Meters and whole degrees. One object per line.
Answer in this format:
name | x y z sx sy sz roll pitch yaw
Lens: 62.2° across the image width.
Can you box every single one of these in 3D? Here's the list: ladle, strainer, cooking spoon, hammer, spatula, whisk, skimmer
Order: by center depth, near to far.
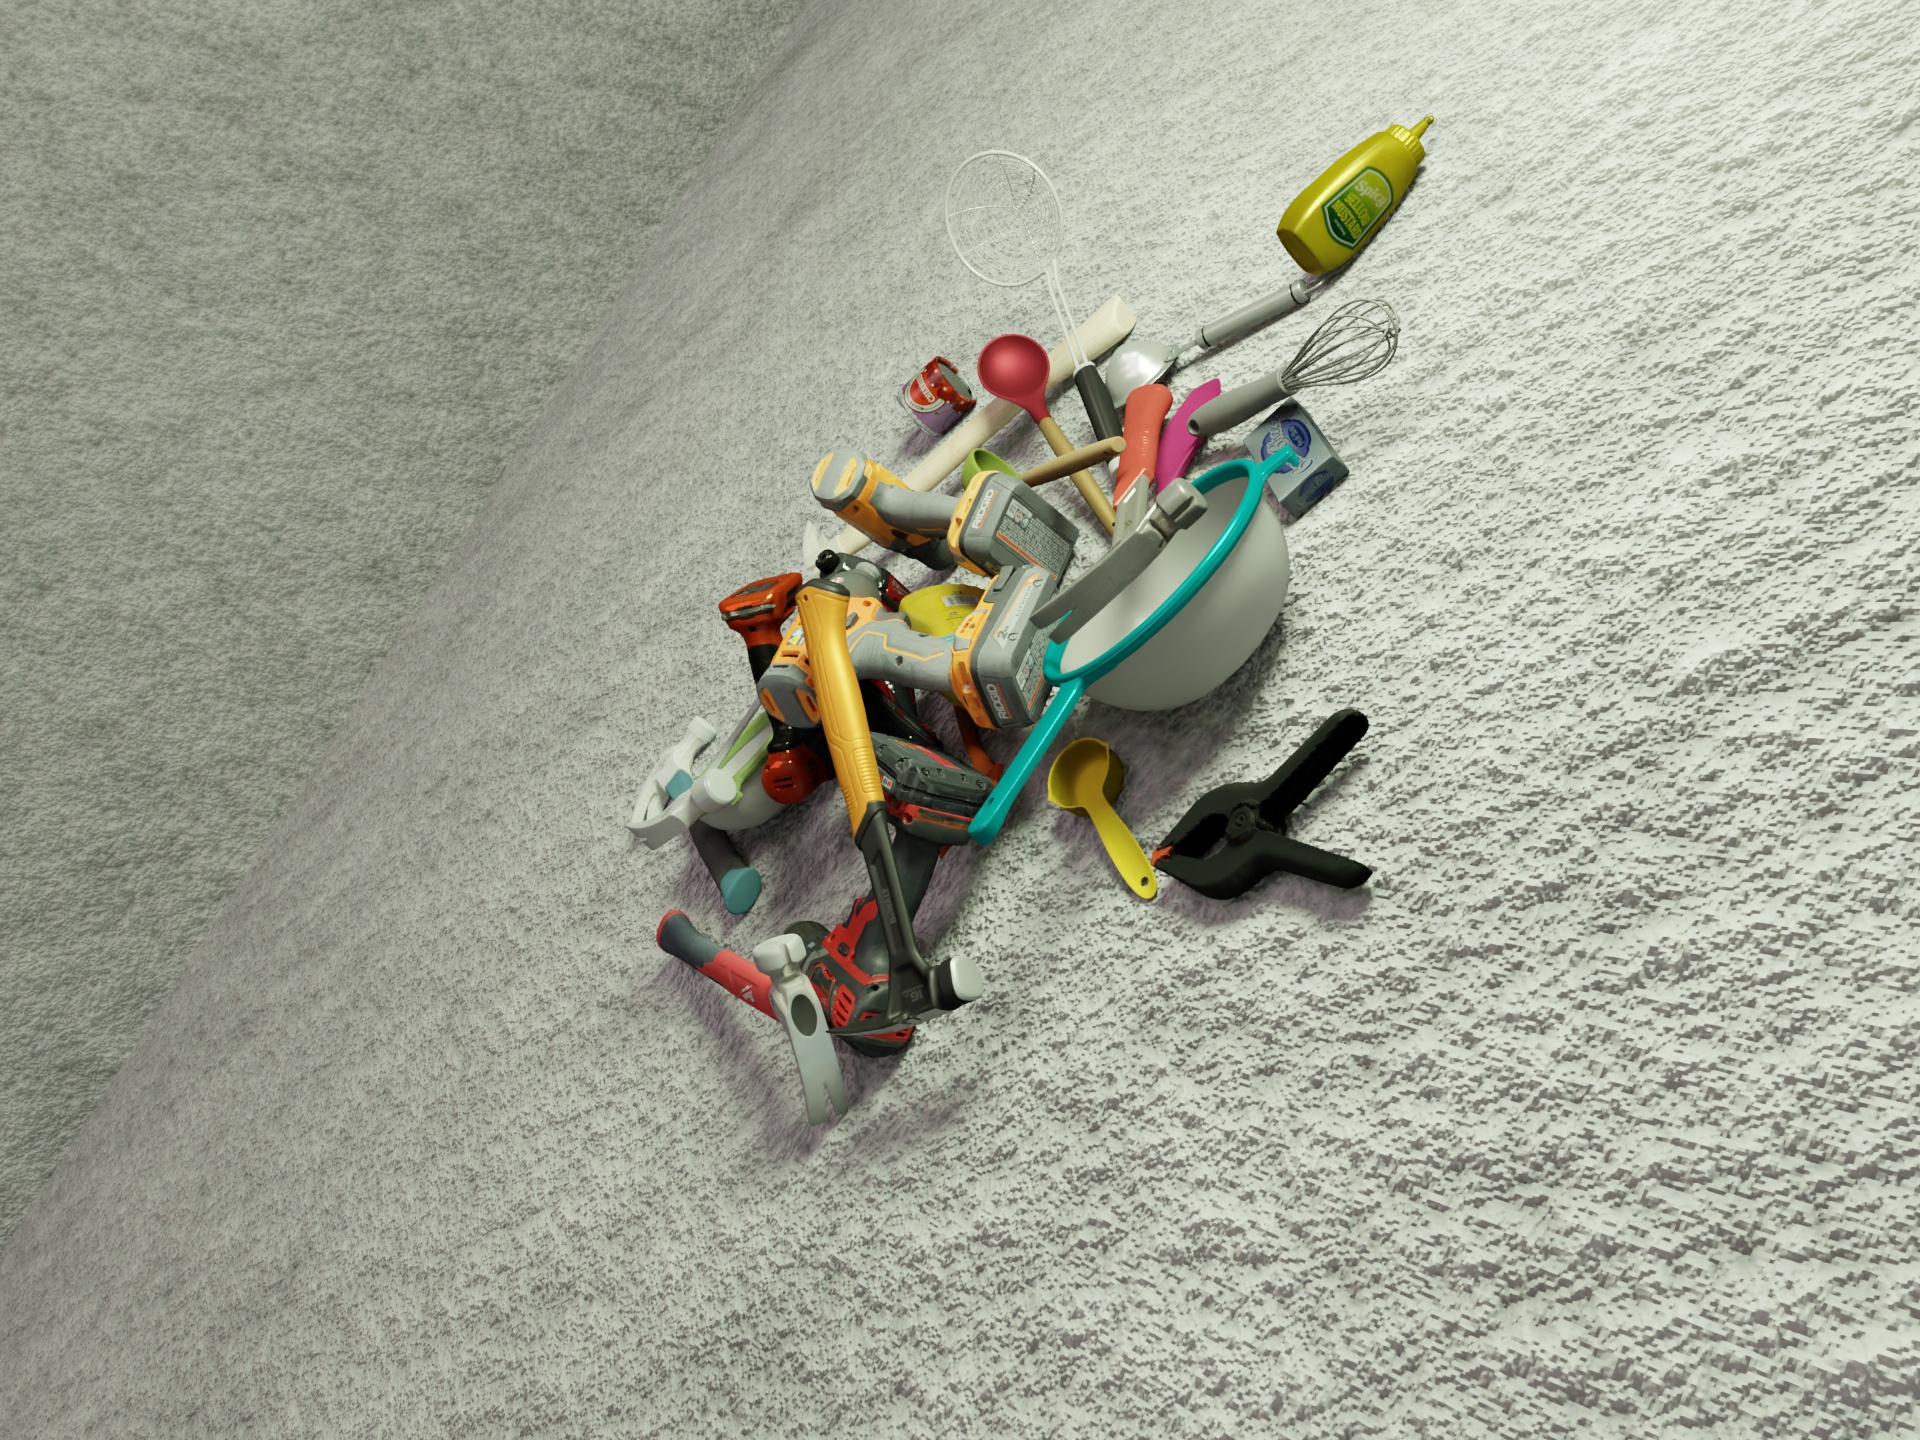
strainer | 0.128 -0.030 1.109 0.340 0.095 0.211 -55 15 -21
hammer | -0.075 0.056 1.145 0.127 0.034 0.337 -27 68 35
whisk | 0.246 -0.260 1.208 0.239 0.055 0.055 -18 44 59
hammer | 0.132 -0.187 1.255 0.149 0.036 0.359 -42 15 26
cooking spoon | 0.158 -0.155 1.304 0.069 0.017 0.319 -17 45 55
hammer | -0.189 0.227 1.343 0.038 0.143 0.386 -19 9 -23
spatula | -0.002 -0.004 1.347 0.081 0.041 0.323 -54 27 26
ladle | 0.075 -0.220 1.364 0.062 0.078 0.320 -54 15 -11
strainer | 0.208 -0.336 1.404 0.258 0.050 0.087 -19 31 40
ladle | 0.088 -0.257 1.444 0.069 0.031 0.316 -25 47 0
skimmer | 0.074 -0.371 1.460 0.127 0.090 0.364 -45 49 41
hammer | -0.192 -0.025 1.527 0.144 0.035 0.406 -32 19 37
strainer | -0.165 0.020 1.543 0.256 0.069 0.151 -52 17 -31
hammer | 0.003 -0.282 1.595 0.410 0.038 0.146 -39 28 12
hammer | -0.260 0.104 1.603 0.128 0.033 0.331 -51 30 2

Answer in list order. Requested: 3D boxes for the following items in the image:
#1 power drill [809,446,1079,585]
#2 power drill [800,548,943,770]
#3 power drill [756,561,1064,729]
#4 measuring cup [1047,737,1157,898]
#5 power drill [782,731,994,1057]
power drill | -0.004 -0.169 1.429 0.226 0.185 0.084 19 82 40
power drill | -0.078 -0.051 1.404 0.078 0.143 0.220 -28 40 25
power drill | -0.033 -0.068 1.247 0.226 0.084 0.164 1 46 28
measuring cup | 0.111 0.075 1.137 0.062 0.029 0.157 -44 43 16
power drill | -0.070 0.126 1.234 0.188 0.080 0.226 28 103 60
